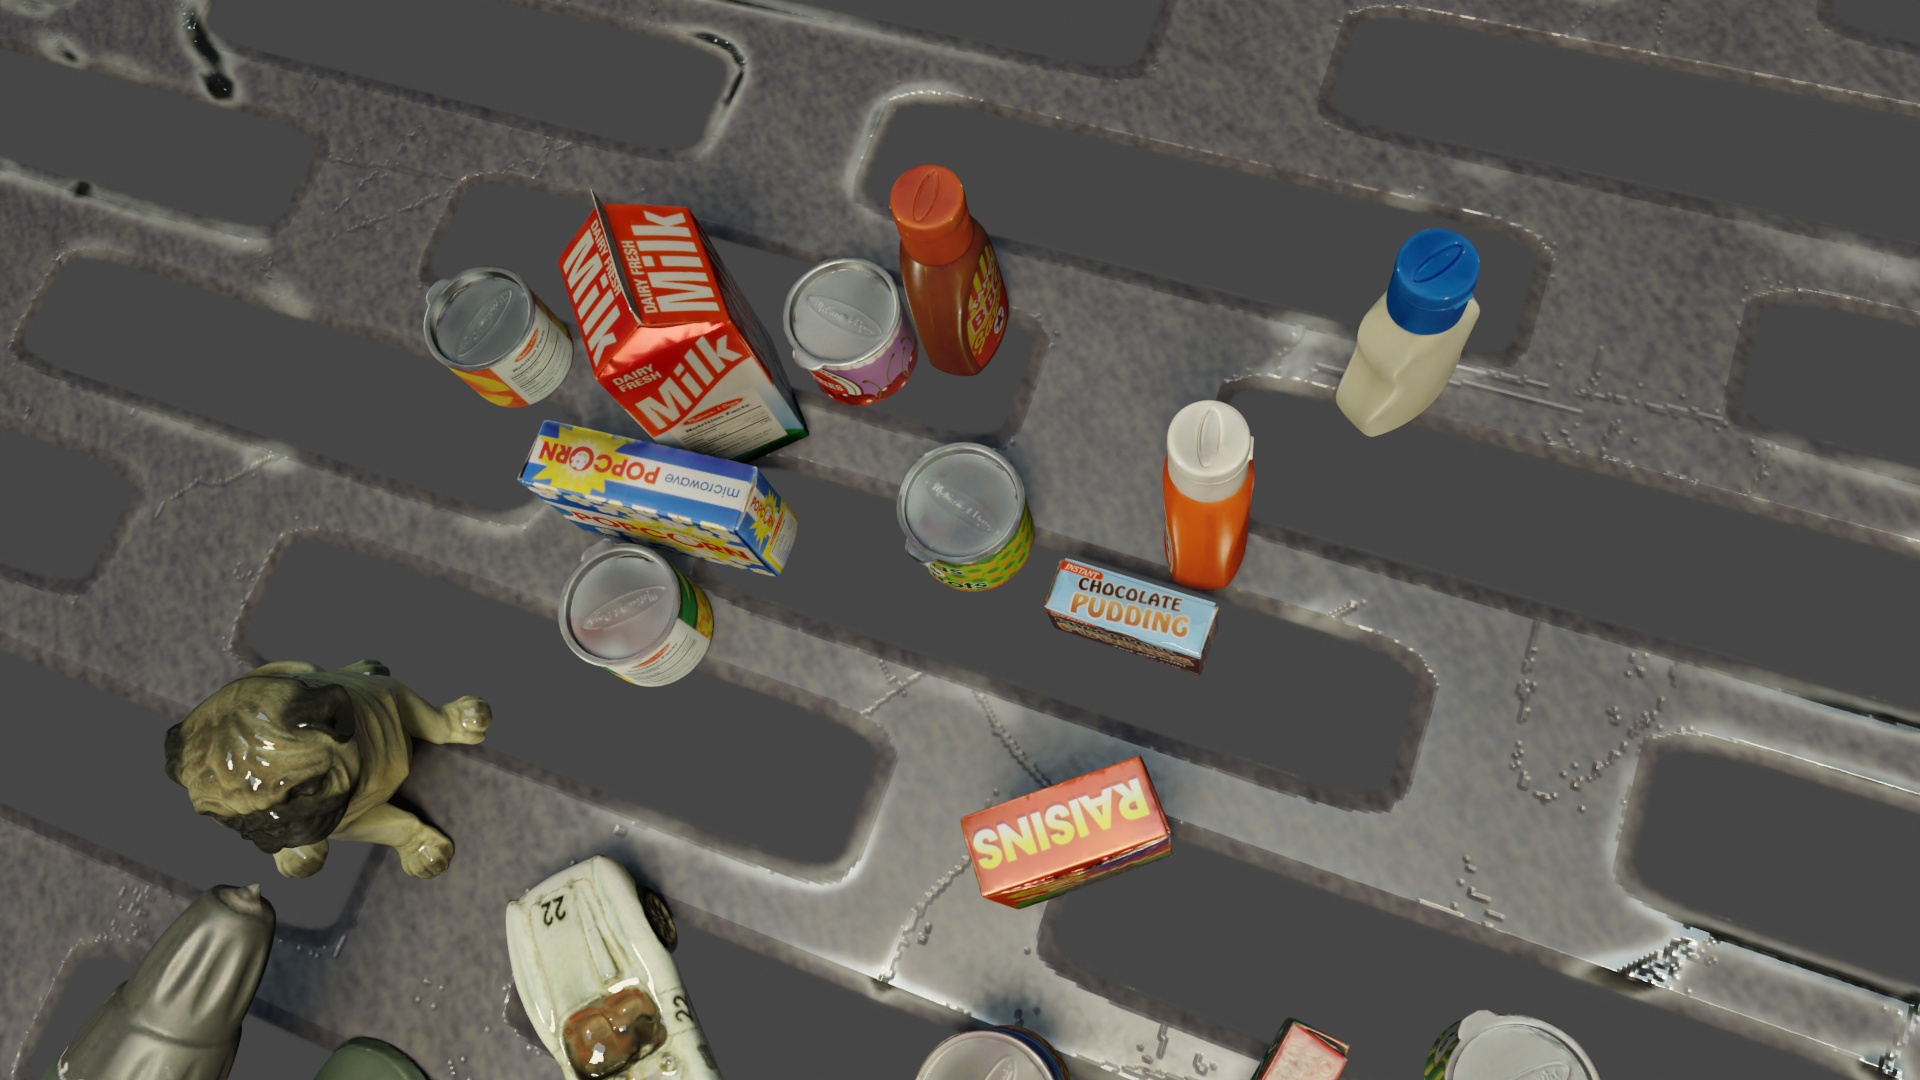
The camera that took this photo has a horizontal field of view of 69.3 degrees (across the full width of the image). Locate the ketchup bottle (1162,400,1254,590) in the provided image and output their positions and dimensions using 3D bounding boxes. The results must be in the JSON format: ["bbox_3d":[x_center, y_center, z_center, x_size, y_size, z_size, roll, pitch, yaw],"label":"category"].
[{"bbox_3d":[0.120,-0.024,0.674,0.043,0.148,0.065,5,74,10],"label":"ketchup bottle"}]

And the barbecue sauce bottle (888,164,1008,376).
[{"bbox_3d":[-0.006,-0.143,0.733,0.044,0.148,0.065,15,76,13],"label":"barbecue sauce bottle"}]

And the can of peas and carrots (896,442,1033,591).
[{"bbox_3d":[0.003,-0.009,0.735,0.071,0.058,0.071,-3,72,8],"label":"can of peas and carrots"}]

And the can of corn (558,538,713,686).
[{"bbox_3d":[-0.174,0.039,0.747,0.071,0.058,0.071,-3,72,8],"label":"can of corn"}]

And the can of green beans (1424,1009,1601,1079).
[{"bbox_3d":[0.244,0.245,0.616,0.071,0.057,0.071,-3,72,8],"label":"can of green beans"}]

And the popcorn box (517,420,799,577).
[{"bbox_3d":[-0.159,-0.021,0.750,0.127,0.085,0.038,13,75,13],"label":"popcorn box"}]

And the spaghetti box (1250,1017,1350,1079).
[{"bbox_3d":[0.098,0.327,0.616,0.029,0.050,0.250,30,79,16],"label":"spaghetti box"}]

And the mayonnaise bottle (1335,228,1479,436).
[{"bbox_3d":[0.223,-0.102,0.684,0.065,0.147,0.041,-36,71,-3],"label":"mayonnaise bottle"}]

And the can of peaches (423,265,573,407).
[{"bbox_3d":[-0.271,-0.119,0.814,0.071,0.058,0.071,-3,72,8],"label":"can of peaches"}]

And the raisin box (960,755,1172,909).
[{"bbox_3d":[0.052,0.139,0.645,0.086,0.123,0.040,-19,71,3],"label":"raisin box"}]

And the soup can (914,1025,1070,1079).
[{"bbox_3d":[0.018,0.258,0.633,0.071,0.083,0.071,-3,72,8],"label":"soup can"}]

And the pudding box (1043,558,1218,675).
[{"bbox_3d":[0.088,0.039,0.711,0.084,0.049,0.030,17,76,14],"label":"pudding box"}]

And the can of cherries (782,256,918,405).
[{"bbox_3d":[-0.062,-0.115,0.780,0.071,0.058,0.071,-3,72,8],"label":"can of cherries"}]

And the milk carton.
[{"bbox_3d":[-0.145,-0.104,0.719,0.073,0.190,0.072,-23,71,1],"label":"milk carton"}]
